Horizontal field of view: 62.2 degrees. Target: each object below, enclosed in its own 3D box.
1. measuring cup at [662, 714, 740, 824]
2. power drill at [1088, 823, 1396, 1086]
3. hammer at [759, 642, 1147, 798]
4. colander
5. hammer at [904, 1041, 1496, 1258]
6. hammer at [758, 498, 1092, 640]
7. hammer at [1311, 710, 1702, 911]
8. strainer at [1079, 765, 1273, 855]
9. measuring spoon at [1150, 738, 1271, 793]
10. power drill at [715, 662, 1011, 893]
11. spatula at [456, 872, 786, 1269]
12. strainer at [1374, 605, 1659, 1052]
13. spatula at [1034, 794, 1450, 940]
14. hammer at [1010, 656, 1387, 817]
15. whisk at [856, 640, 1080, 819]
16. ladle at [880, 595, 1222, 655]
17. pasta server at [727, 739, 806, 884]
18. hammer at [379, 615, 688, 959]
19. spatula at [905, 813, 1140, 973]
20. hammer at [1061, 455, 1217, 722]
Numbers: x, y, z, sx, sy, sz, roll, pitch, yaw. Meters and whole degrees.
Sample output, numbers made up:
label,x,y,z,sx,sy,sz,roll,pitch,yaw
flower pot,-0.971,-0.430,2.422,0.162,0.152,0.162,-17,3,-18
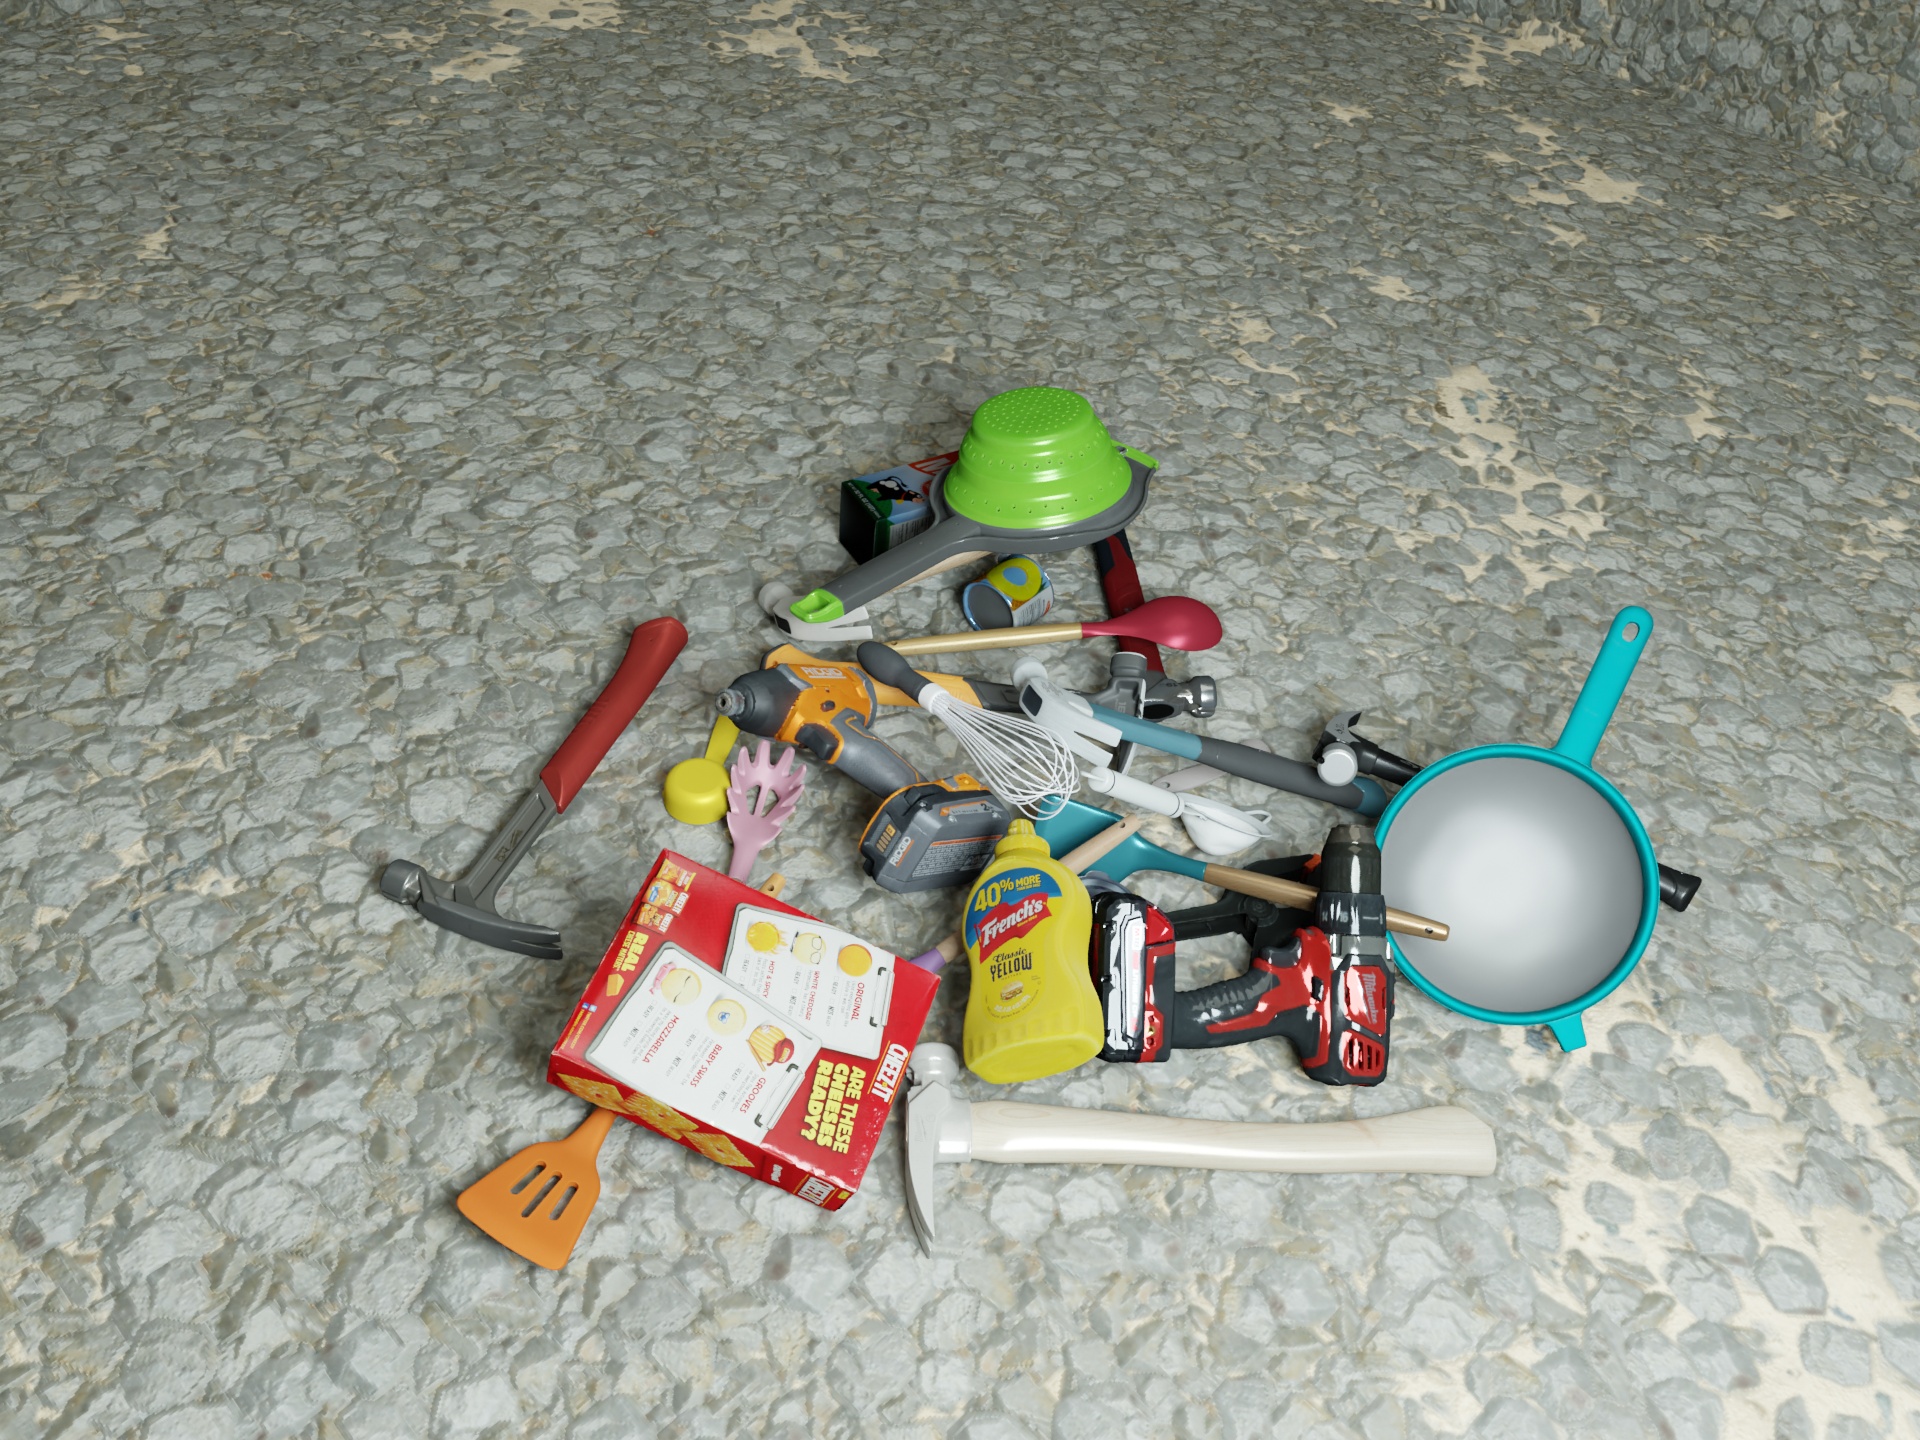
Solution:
label,x,y,z,sx,sy,sz,roll,pitch,yaw
measuring cup,-0.205,0.021,1.331,0.062,0.029,0.157,11,46,3
power drill,0.203,0.164,1.139,0.226,0.080,0.188,4,83,-10
hammer,-0.011,-0.017,1.380,0.337,0.034,0.127,8,66,7
colander,0.008,-0.206,1.422,0.397,0.094,0.205,-31,43,-28
hammer,0.167,0.298,1.090,0.410,0.038,0.146,3,45,-5
hammer,-0.016,-0.150,1.468,0.331,0.031,0.130,-24,31,-16
hammer,0.457,0.078,1.333,0.335,0.035,0.146,23,19,6
strainer,0.169,0.070,1.256,0.087,0.050,0.258,29,6,42
measuring spoon,0.218,0.040,1.378,0.124,0.018,0.034,-17,49,-22
power drill,-0.085,0.035,1.254,0.227,0.084,0.164,43,23,27
spatula,-0.211,0.224,1.092,0.081,0.041,0.323,31,57,6
strainer,0.448,0.071,1.238,0.211,0.095,0.340,26,85,12
spatula,0.210,0.126,1.214,0.317,0.082,0.044,13,11,18
hammer,0.204,0.025,1.310,0.330,0.033,0.128,16,21,-18
whisk,-0.002,-0.005,1.280,0.070,0.070,0.285,-23,38,-28
ladle,0.082,-0.079,1.431,0.315,0.031,0.069,-6,47,-4
pasta server,-0.177,0.140,1.208,0.060,0.040,0.316,16,45,-5
hammer,-0.307,0.037,1.298,0.149,0.036,0.359,17,45,10
spatula,0.007,0.161,1.173,0.316,0.018,0.060,-33,56,-15
hammer,0.139,-0.142,1.543,0.143,0.038,0.387,-1,44,-7
